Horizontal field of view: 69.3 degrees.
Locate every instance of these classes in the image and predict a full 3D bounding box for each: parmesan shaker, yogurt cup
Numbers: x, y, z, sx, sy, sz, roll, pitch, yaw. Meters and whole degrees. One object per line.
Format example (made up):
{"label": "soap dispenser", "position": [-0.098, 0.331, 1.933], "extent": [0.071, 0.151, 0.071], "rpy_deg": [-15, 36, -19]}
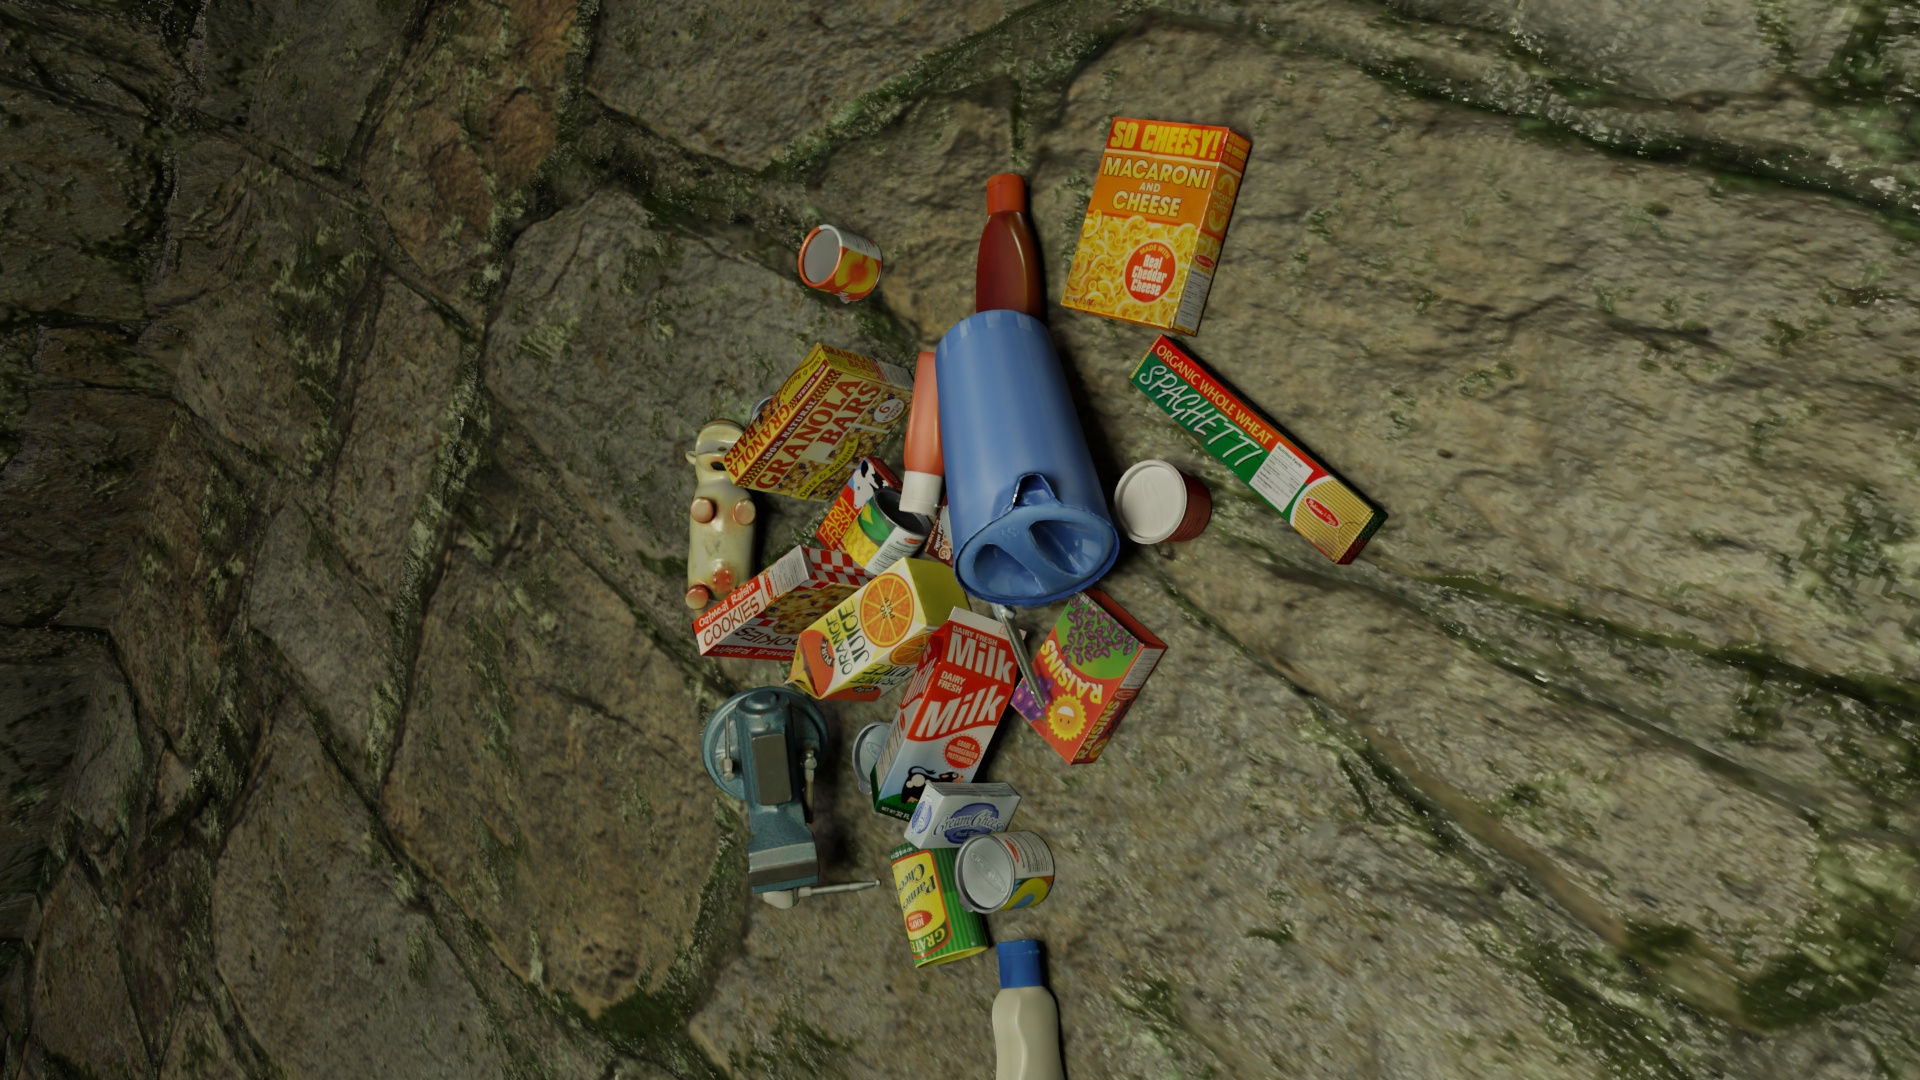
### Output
{"label": "parmesan shaker", "position": [-0.022, 0.318, 1.229], "extent": [0.071, 0.071, 0.103], "rpy_deg": [-32, 64, 34]}
{"label": "yogurt cup", "position": [0.166, -0.029, 1.126], "extent": [0.072, 0.054, 0.072], "rpy_deg": [-7, 79, 40]}

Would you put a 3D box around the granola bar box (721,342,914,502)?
{"label": "granola bar box", "position": [-0.135, -0.110, 1.355], "extent": [0.165, 0.124, 0.039], "rpy_deg": [-46, 56, 27]}

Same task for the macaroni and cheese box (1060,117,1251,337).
{"label": "macaroni and cheese box", "position": [0.163, -0.266, 1.175], "extent": [0.124, 0.040, 0.166], "rpy_deg": [21, 98, 41]}

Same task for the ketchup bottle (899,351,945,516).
{"label": "ketchup bottle", "position": [-0.027, -0.098, 1.297], "extent": [0.043, 0.065, 0.149], "rpy_deg": [8, 88, 20]}

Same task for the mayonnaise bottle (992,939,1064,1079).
{"label": "mayonnaise bottle", "position": [0.054, 0.409, 1.153], "extent": [0.041, 0.065, 0.148], "rpy_deg": [-21, 66, 41]}

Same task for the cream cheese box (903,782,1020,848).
{"label": "cream cheese box", "position": [0.002, 0.236, 1.195], "extent": [0.024, 0.104, 0.053], "rpy_deg": [33, 104, 41]}

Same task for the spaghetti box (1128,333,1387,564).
{"label": "spaghetti box", "position": [0.228, -0.077, 1.096], "extent": [0.251, 0.029, 0.050], "rpy_deg": [48, 114, 35]}

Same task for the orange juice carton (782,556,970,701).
{"label": "orange juice carton", "position": [-0.083, 0.096, 1.313], "extent": [0.192, 0.072, 0.073], "rpy_deg": [-36, 61, 31]}

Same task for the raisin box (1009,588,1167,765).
{"label": "raisin box", "position": [0.105, 0.114, 1.167], "extent": [0.086, 0.040, 0.123], "rpy_deg": [42, 112, 36]}

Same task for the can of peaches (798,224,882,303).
{"label": "can of peaches", "position": [-0.124, -0.281, 1.416], "extent": [0.071, 0.058, 0.071], "rpy_deg": [-7, 78, 40]}

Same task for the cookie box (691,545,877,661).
{"label": "cookie box", "position": [-0.160, 0.064, 1.351], "extent": [0.167, 0.123, 0.040], "rpy_deg": [-33, 62, 33]}

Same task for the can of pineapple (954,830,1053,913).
{"label": "can of pineapple", "position": [0.036, 0.283, 1.188], "extent": [0.071, 0.058, 0.071], "rpy_deg": [-8, 78, 41]}

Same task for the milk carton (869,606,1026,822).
{"label": "milk carton", "position": [-0.011, 0.153, 1.223], "extent": [0.073, 0.072, 0.190], "rpy_deg": [-113, 45, -73]}

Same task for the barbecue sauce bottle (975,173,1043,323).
{"label": "barbecue sauce bottle", "position": [0.044, -0.261, 1.277], "extent": [0.064, 0.044, 0.148], "rpy_deg": [-10, 76, 40]}

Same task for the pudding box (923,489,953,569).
{"label": "pudding box", "position": [0.005, -0.016, 1.281], "extent": [0.050, 0.030, 0.083], "rpy_deg": [30, 103, 39]}

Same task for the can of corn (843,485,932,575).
{"label": "can of corn", "position": [-0.071, -0.008, 1.322], "extent": [0.058, 0.071, 0.071], "rpy_deg": [-52, 54, 23]}

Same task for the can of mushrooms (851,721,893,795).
{"label": "can of mushrooms", "position": [-0.069, 0.206, 1.309], "extent": [0.071, 0.033, 0.071], "rpy_deg": [-7, 79, 40]}

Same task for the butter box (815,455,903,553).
{"label": "butter box", "position": [-0.100, -0.028, 1.378], "extent": [0.053, 0.024, 0.103], "rpy_deg": [48, 114, 34]}

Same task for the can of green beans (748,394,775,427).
{"label": "can of green beans", "position": [-0.176, -0.113, 1.435], "extent": [0.071, 0.058, 0.071], "rpy_deg": [-7, 79, 40]}
